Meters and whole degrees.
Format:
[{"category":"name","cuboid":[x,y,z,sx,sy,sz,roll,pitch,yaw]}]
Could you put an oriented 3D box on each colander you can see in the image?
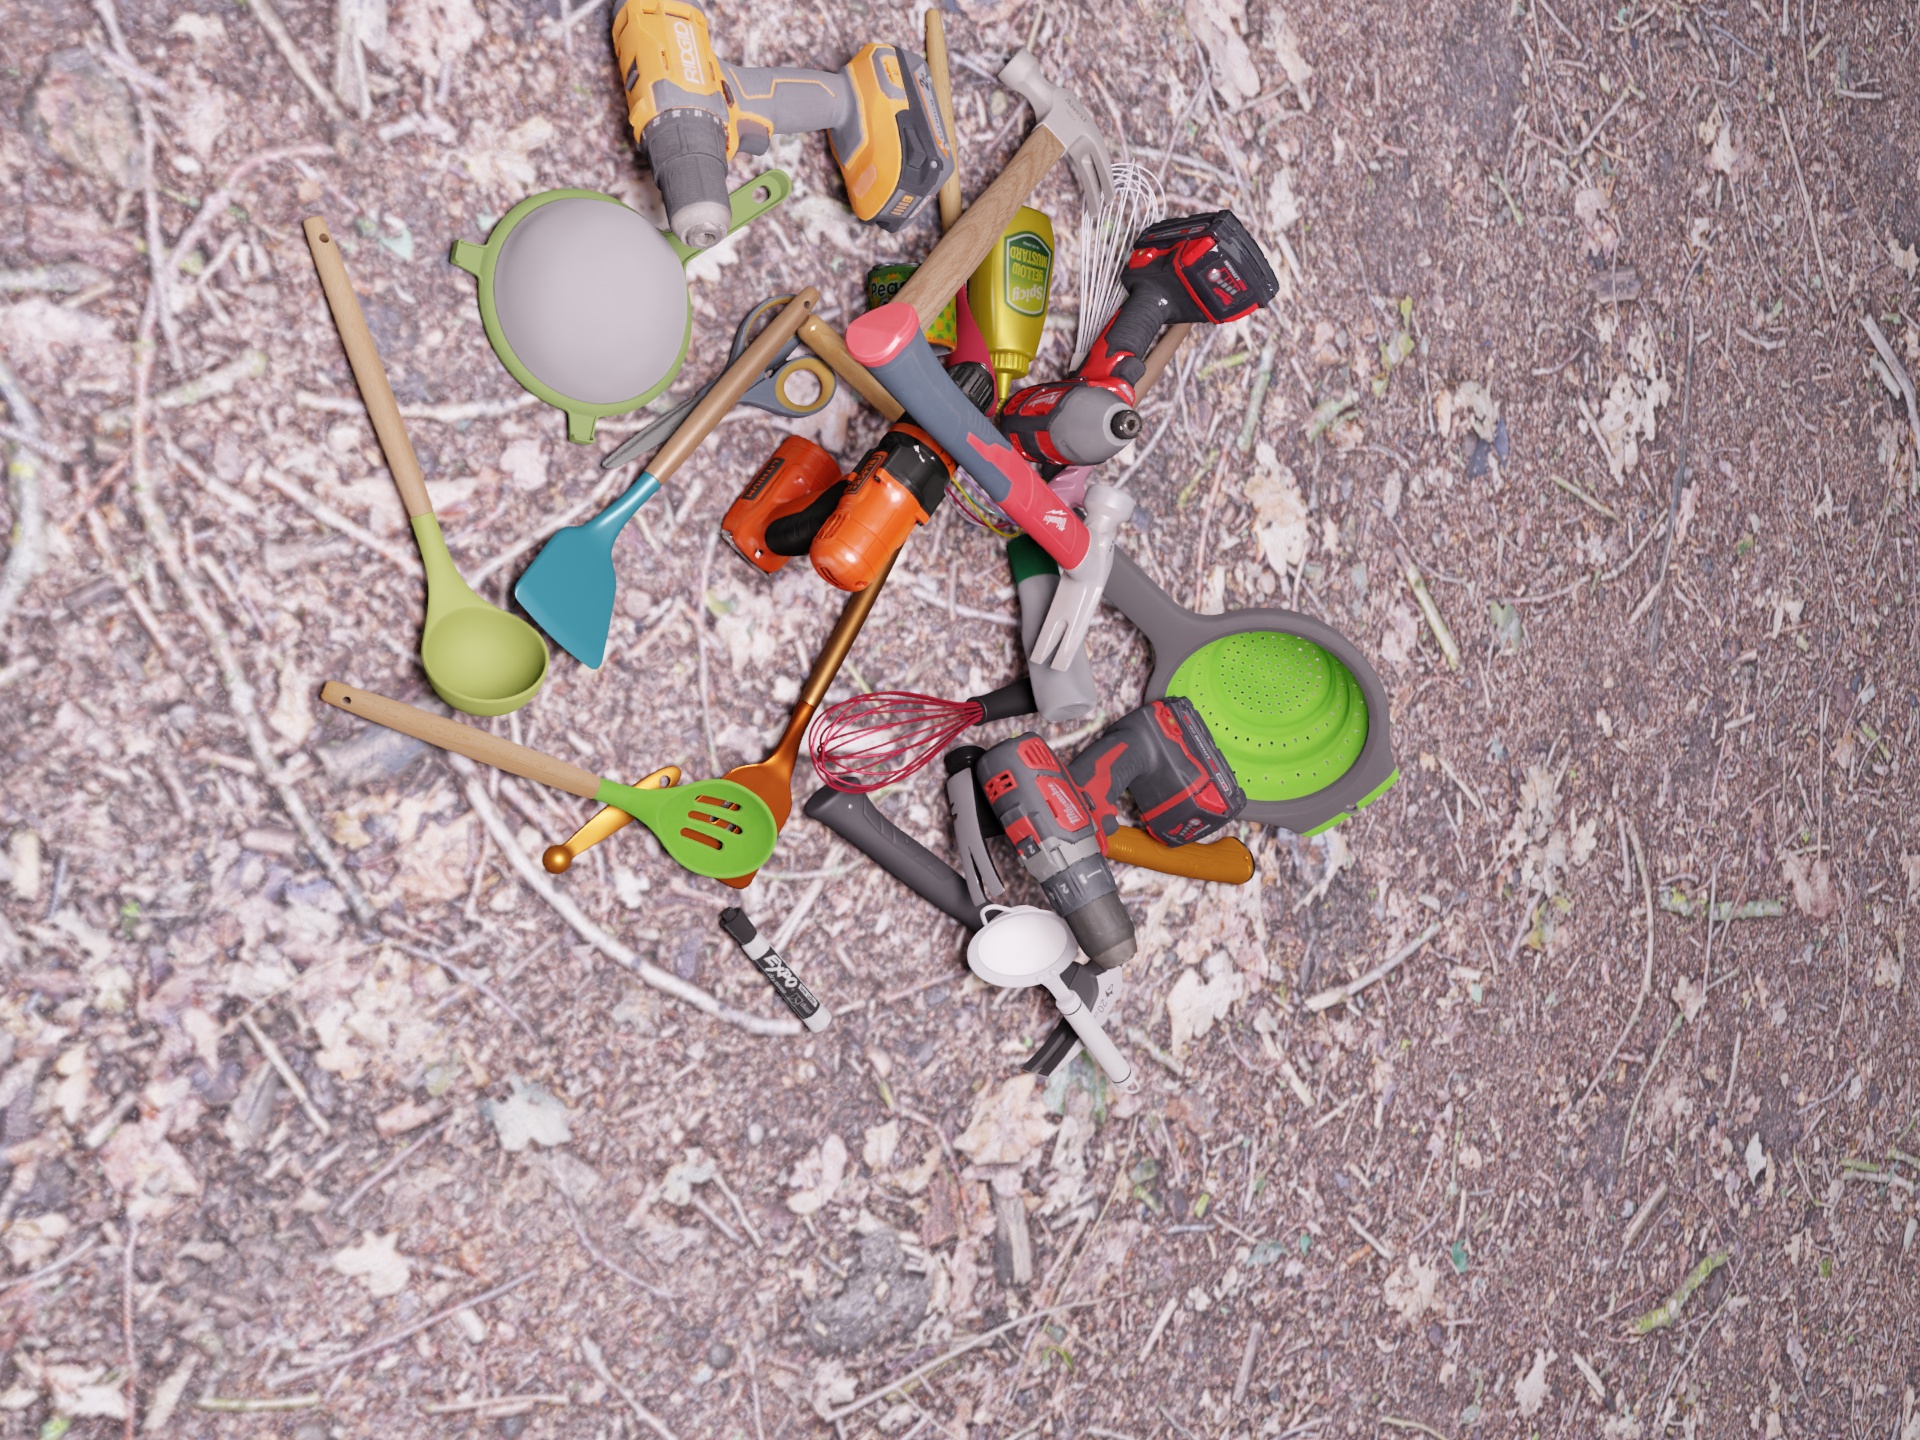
[{"category":"colander","cuboid":[0.205,-0.074,1.350,0.397,0.204,0.095,42,32,-12]}]

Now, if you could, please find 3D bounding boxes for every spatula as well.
[{"category":"spatula","cuboid":[-0.186,-0.180,1.080,0.317,0.044,0.082,-54,130,-17]},{"category":"spatula","cuboid":[-0.108,-0.031,1.171,0.081,0.041,0.323,39,65,-29]}]

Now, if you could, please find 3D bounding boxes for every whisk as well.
[{"category":"whisk","cuboid":[0.108,-0.321,1.299,0.070,0.070,0.284,15,87,-35]},{"category":"whisk","cuboid":[-0.031,-0.218,1.199,0.244,0.051,0.047,39,72,-32]},{"category":"whisk","cuboid":[-0.002,-0.004,1.213,0.295,0.073,0.073,-16,101,-45]}]

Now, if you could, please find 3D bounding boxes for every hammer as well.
[{"category":"hammer","cuboid":[0.005,0.151,1.248,0.334,0.035,0.146,40,68,-30]},{"category":"hammer","cuboid":[0.021,-0.149,1.040,0.386,0.038,0.143,32,78,-62]},{"category":"hammer","cuboid":[0.129,0.107,1.316,0.336,0.034,0.127,14,55,-39]},{"category":"hammer","cuboid":[0.021,-0.370,1.178,0.130,0.031,0.331,42,54,-15]}]

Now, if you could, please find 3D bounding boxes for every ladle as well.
[{"category":"ladle","cuboid":[-0.005,-0.389,1.220,0.031,0.069,0.315,-5,89,-19]},{"category":"ladle","cuboid":[-0.337,-0.154,0.981,0.078,0.062,0.320,-26,103,-38]}]

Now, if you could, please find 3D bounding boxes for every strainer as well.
[{"category":"strainer","cuboid":[-0.198,-0.310,1.067,0.256,0.069,0.151,-42,114,-26]},{"category":"strainer","cuboid":[0.080,0.217,1.257,0.087,0.050,0.258,-27,121,13]}]

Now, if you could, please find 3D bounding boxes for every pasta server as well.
[{"category":"pasta server","cuboid":[0.133,-0.244,1.297,0.316,0.040,0.060,-56,148,-34]}]

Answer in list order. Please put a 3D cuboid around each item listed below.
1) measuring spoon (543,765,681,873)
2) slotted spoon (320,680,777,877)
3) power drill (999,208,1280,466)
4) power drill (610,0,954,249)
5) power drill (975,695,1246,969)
[{"category":"measuring spoon","cuboid":[-0.235,0.066,1.086,0.117,0.011,0.021,-39,113,-29]},{"category":"slotted spoon","cuboid":[-0.263,0.034,1.047,0.313,0.031,0.070,23,98,-29]},{"category":"power drill","cuboid":[0.136,-0.283,1.213,0.220,0.143,0.078,-51,119,-13]},{"category":"power drill","cuboid":[-0.119,-0.396,1.089,0.226,0.084,0.185,-1,69,-34]},{"category":"power drill","cuboid":[0.128,0.082,1.248,0.226,0.080,0.188,-17,75,-47]}]
